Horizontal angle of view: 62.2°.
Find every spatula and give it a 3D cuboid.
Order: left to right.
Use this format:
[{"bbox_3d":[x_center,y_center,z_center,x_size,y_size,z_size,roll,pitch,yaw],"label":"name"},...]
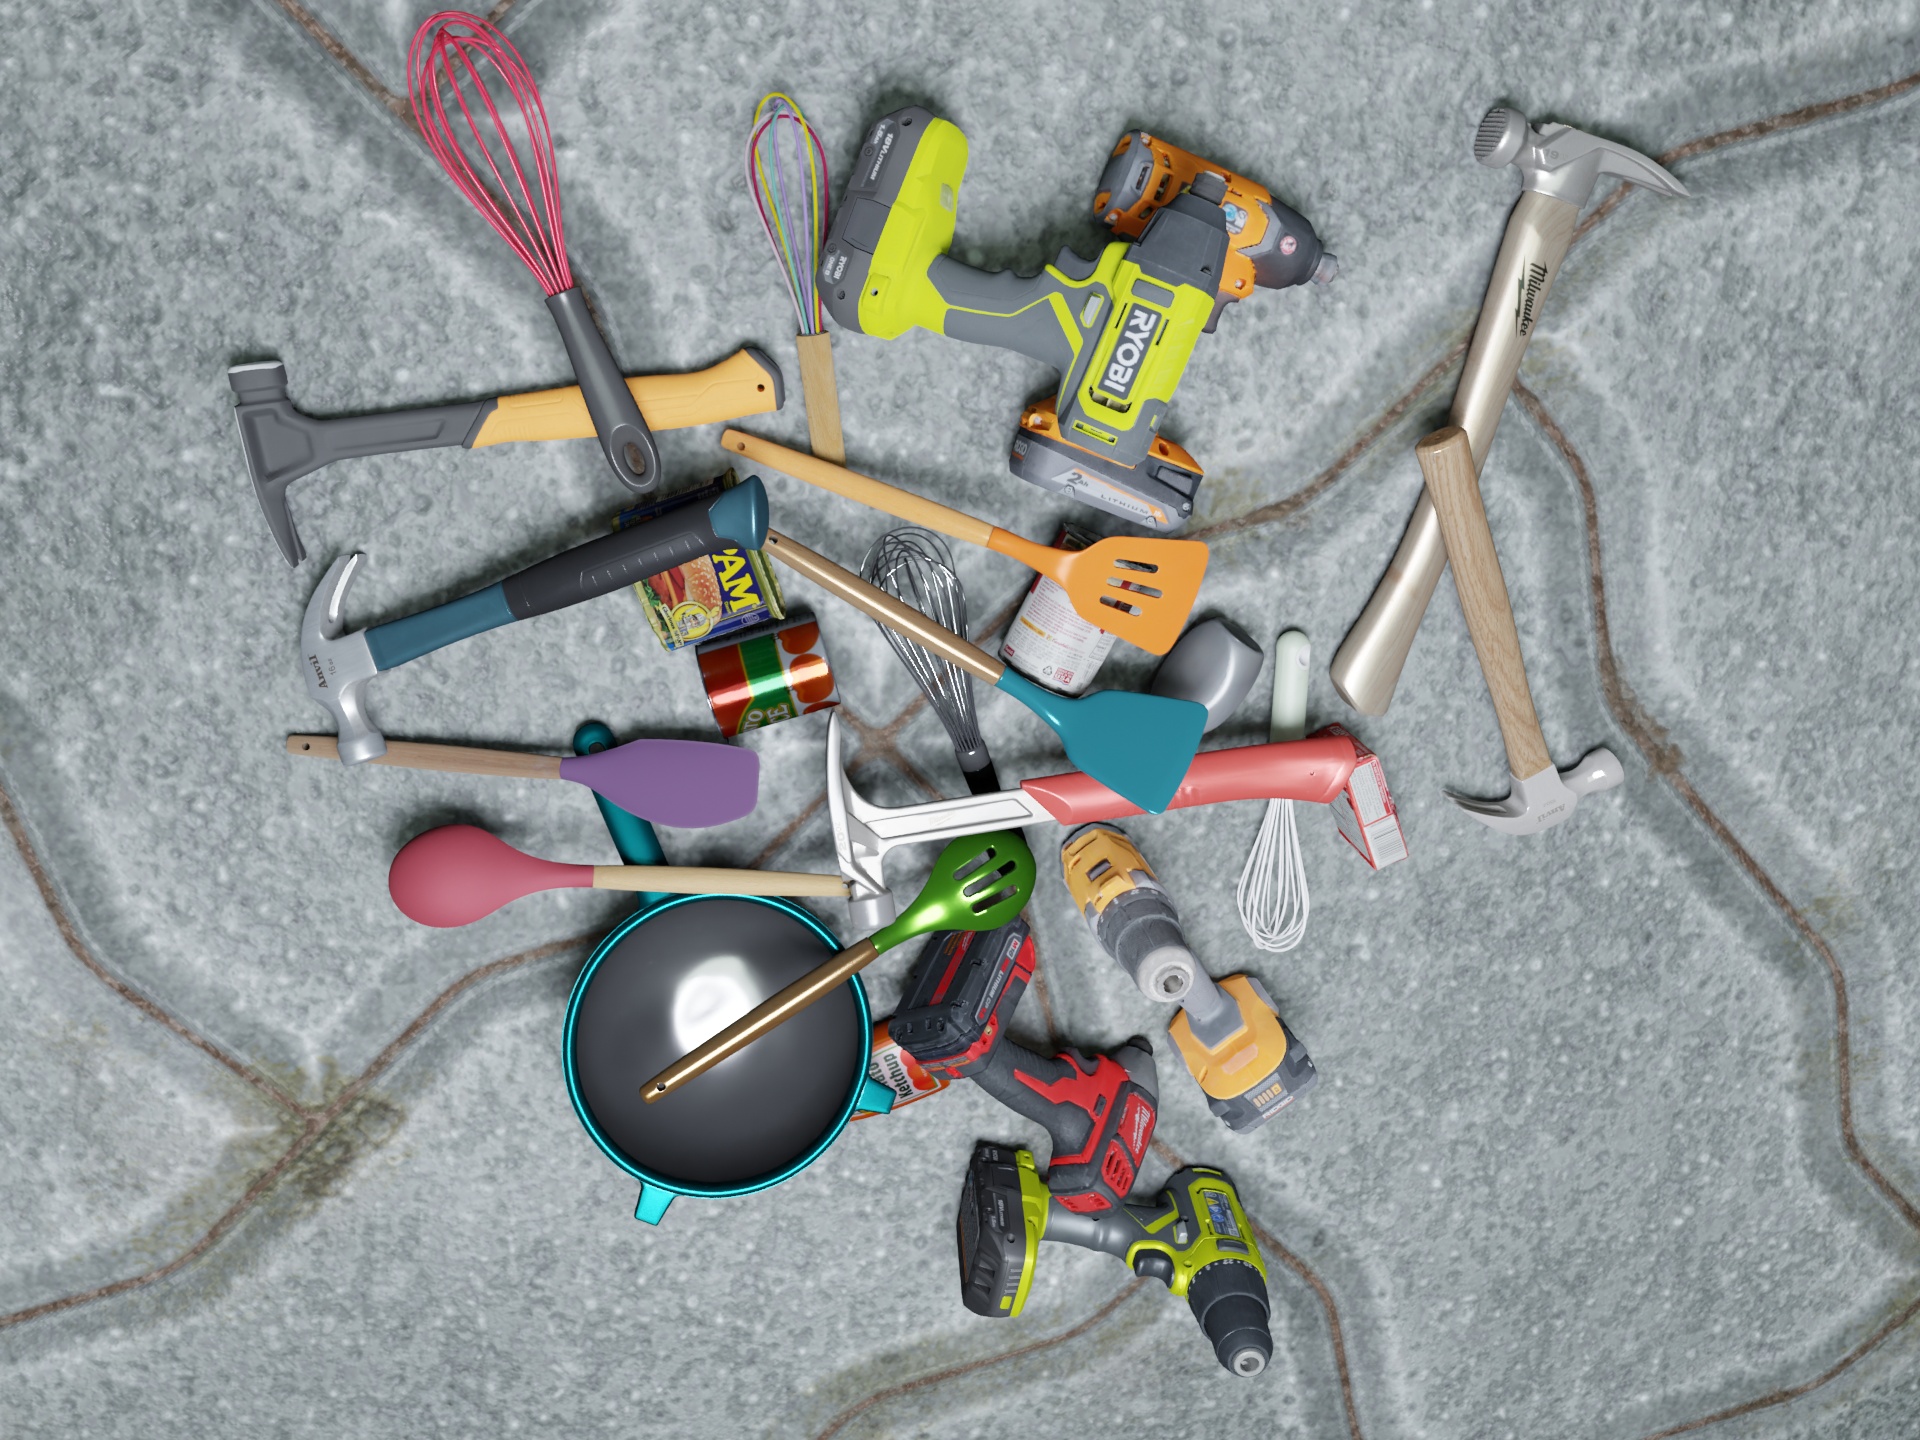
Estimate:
[{"bbox_3d":[-0.293,0.032,1.068,0.316,0.018,0.060,6,94,-1],"label":"spatula"},{"bbox_3d":[-0.002,-0.128,1.029,0.322,0.041,0.081,21,110,4],"label":"spatula"},{"bbox_3d":[0.007,-0.045,1.023,0.317,0.044,0.082,29,75,-10],"label":"spatula"}]

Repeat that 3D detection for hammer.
[{"bbox_3d":[-0.278,-0.184,1.011,0.337,0.034,0.127,-9,108,-5],"label":"hammer"},{"bbox_3d":[-0.271,-0.079,1.005,0.331,0.033,0.128,-18,95,12],"label":"hammer"},{"bbox_3d":[0.090,0.041,1.076,0.359,0.037,0.149,-9,96,-6],"label":"hammer"},{"bbox_3d":[0.359,-0.194,1.100,0.146,0.038,0.410,13,107,-14],"label":"hammer"},{"bbox_3d":[0.377,-0.055,1.125,0.130,0.031,0.331,-28,118,-4],"label":"hammer"}]

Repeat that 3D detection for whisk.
[{"bbox_3d":[-0.248,-0.275,0.956,0.073,0.073,0.295,-22,106,0],"label":"whisk"},{"bbox_3d":[-0.099,-0.269,1.010,0.047,0.051,0.244,1,115,16],"label":"whisk"},{"bbox_3d":[-0.003,-0.003,1.106,0.070,0.070,0.284,-20,115,-1],"label":"whisk"},{"bbox_3d":[0.235,0.055,1.166,0.057,0.059,0.246,-13,111,-43],"label":"whisk"}]

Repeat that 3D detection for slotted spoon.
[{"bbox_3d":[-0.080,0.170,1.086,0.314,0.031,0.070,-32,93,-11],"label":"slotted spoon"}]

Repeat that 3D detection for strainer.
[{"bbox_3d":[-0.197,0.163,1.124,0.211,0.095,0.340,-23,90,-12],"label":"strainer"}]

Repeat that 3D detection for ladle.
[{"bbox_3d":[-0.219,0.107,1.063,0.315,0.031,0.069,3,74,-11],"label":"ladle"}]

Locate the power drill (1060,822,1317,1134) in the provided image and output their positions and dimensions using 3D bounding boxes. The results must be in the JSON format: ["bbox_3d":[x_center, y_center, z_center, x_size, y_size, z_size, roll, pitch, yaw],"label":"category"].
[{"bbox_3d":[0.164,0.192,1.128,0.084,0.185,0.226,-37,113,4],"label":"power drill"}]

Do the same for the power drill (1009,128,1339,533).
[{"bbox_3d":[0.139,-0.242,1.029,0.164,0.084,0.226,18,101,-14],"label":"power drill"}]

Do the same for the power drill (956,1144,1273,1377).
[{"bbox_3d":[0.119,0.403,1.192,0.228,0.191,0.080,10,110,-7],"label":"power drill"}]

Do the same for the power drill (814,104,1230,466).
[{"bbox_3d":[0.041,-0.273,0.954,0.223,0.080,0.171,26,103,12],"label":"power drill"}]

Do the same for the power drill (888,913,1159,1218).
[{"bbox_3d":[0.062,0.245,1.163,0.078,0.143,0.219,-23,118,45],"label":"power drill"}]
